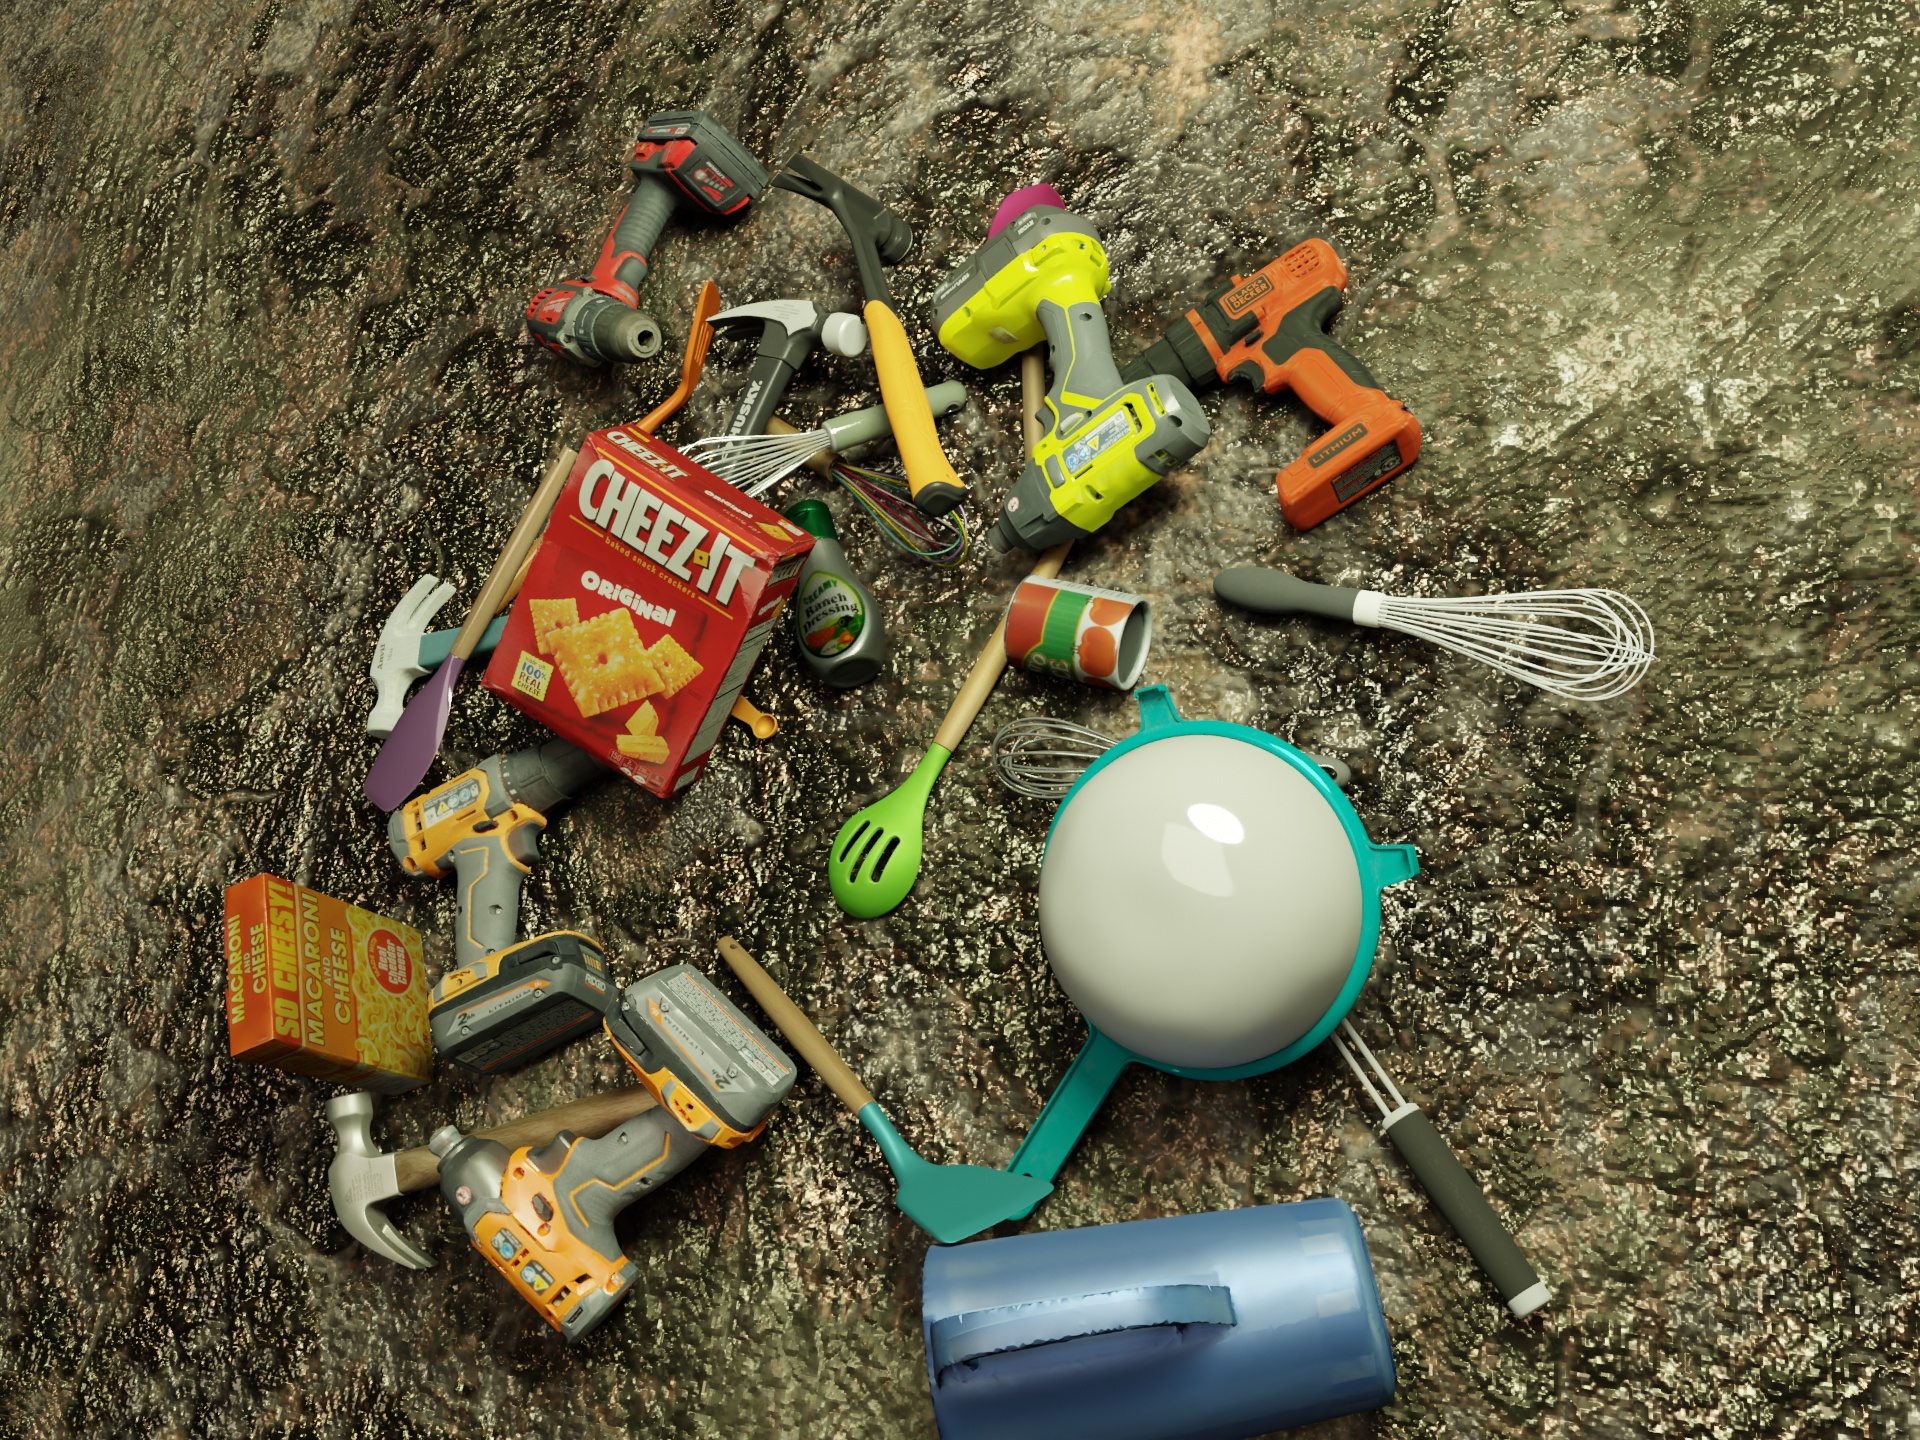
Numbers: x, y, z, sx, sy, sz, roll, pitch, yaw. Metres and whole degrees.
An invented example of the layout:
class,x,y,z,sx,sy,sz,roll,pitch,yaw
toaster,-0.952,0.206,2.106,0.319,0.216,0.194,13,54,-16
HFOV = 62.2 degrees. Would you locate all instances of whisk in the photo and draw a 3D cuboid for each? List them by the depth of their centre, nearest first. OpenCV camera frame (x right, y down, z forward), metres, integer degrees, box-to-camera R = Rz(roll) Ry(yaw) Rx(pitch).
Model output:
class,x,y,z,sx,sy,sz,roll,pitch,yaw
whisk,0.293,-0.065,1.013,0.285,0.070,0.070,14,74,31
whisk,0.133,0.028,1.040,0.239,0.055,0.055,3,70,18
whisk,-0.106,-0.209,1.188,0.246,0.057,0.059,-22,78,-17
whisk,-0.081,-0.179,1.214,0.245,0.047,0.051,35,72,34

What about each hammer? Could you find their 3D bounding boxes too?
class,x,y,z,sx,sy,sz,roll,pitch,yaw
hammer,-0.284,0.287,1.095,0.331,0.031,0.130,-17,74,11
hammer,-0.057,-0.284,1.177,0.034,0.127,0.337,-39,50,30
hammer,-0.196,-0.176,1.241,0.146,0.035,0.335,20,83,36
hammer,-0.334,-0.072,1.243,0.331,0.033,0.128,-10,68,27

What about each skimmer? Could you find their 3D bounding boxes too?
class,x,y,z,sx,sy,sz,roll,pitch,yaw
skimmer,0.212,0.175,0.919,0.127,0.090,0.364,-37,61,9

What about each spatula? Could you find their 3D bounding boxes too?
class,x,y,z,sx,sy,sz,roll,pitch,yaw
spatula,-0.071,0.224,1.015,0.082,0.044,0.318,-16,39,-35
spatula,-0.377,-0.072,1.236,0.060,0.018,0.316,29,90,34
spatula,-0.289,-0.220,1.307,0.041,0.081,0.322,40,91,-3

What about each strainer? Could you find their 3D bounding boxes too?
class,x,y,z,sx,sy,sz,roll,pitch,yaw
strainer,0.092,0.158,0.915,0.211,0.095,0.340,35,104,25

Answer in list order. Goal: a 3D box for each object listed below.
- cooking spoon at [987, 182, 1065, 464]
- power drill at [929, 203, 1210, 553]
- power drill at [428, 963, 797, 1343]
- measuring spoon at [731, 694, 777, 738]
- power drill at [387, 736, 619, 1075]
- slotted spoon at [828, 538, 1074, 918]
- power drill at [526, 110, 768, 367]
class,x,y,z,sx,sy,sz,roll,pitch,yaw
cooking spoon,0.055,-0.280,1.213,0.069,0.017,0.319,-11,65,22
power drill,0.064,-0.238,1.129,0.171,0.080,0.223,-34,59,26
power drill,-0.233,0.266,1.025,0.164,0.084,0.226,42,99,7
measuring spoon,-0.177,-0.017,1.201,0.117,0.011,0.021,34,84,33
power drill,-0.315,0.119,1.161,0.185,0.084,0.226,-28,57,7
slotted spoon,-0.002,-0.004,1.116,0.070,0.031,0.314,25,78,28
power drill,-0.258,-0.392,1.324,0.188,0.080,0.227,26,81,50
